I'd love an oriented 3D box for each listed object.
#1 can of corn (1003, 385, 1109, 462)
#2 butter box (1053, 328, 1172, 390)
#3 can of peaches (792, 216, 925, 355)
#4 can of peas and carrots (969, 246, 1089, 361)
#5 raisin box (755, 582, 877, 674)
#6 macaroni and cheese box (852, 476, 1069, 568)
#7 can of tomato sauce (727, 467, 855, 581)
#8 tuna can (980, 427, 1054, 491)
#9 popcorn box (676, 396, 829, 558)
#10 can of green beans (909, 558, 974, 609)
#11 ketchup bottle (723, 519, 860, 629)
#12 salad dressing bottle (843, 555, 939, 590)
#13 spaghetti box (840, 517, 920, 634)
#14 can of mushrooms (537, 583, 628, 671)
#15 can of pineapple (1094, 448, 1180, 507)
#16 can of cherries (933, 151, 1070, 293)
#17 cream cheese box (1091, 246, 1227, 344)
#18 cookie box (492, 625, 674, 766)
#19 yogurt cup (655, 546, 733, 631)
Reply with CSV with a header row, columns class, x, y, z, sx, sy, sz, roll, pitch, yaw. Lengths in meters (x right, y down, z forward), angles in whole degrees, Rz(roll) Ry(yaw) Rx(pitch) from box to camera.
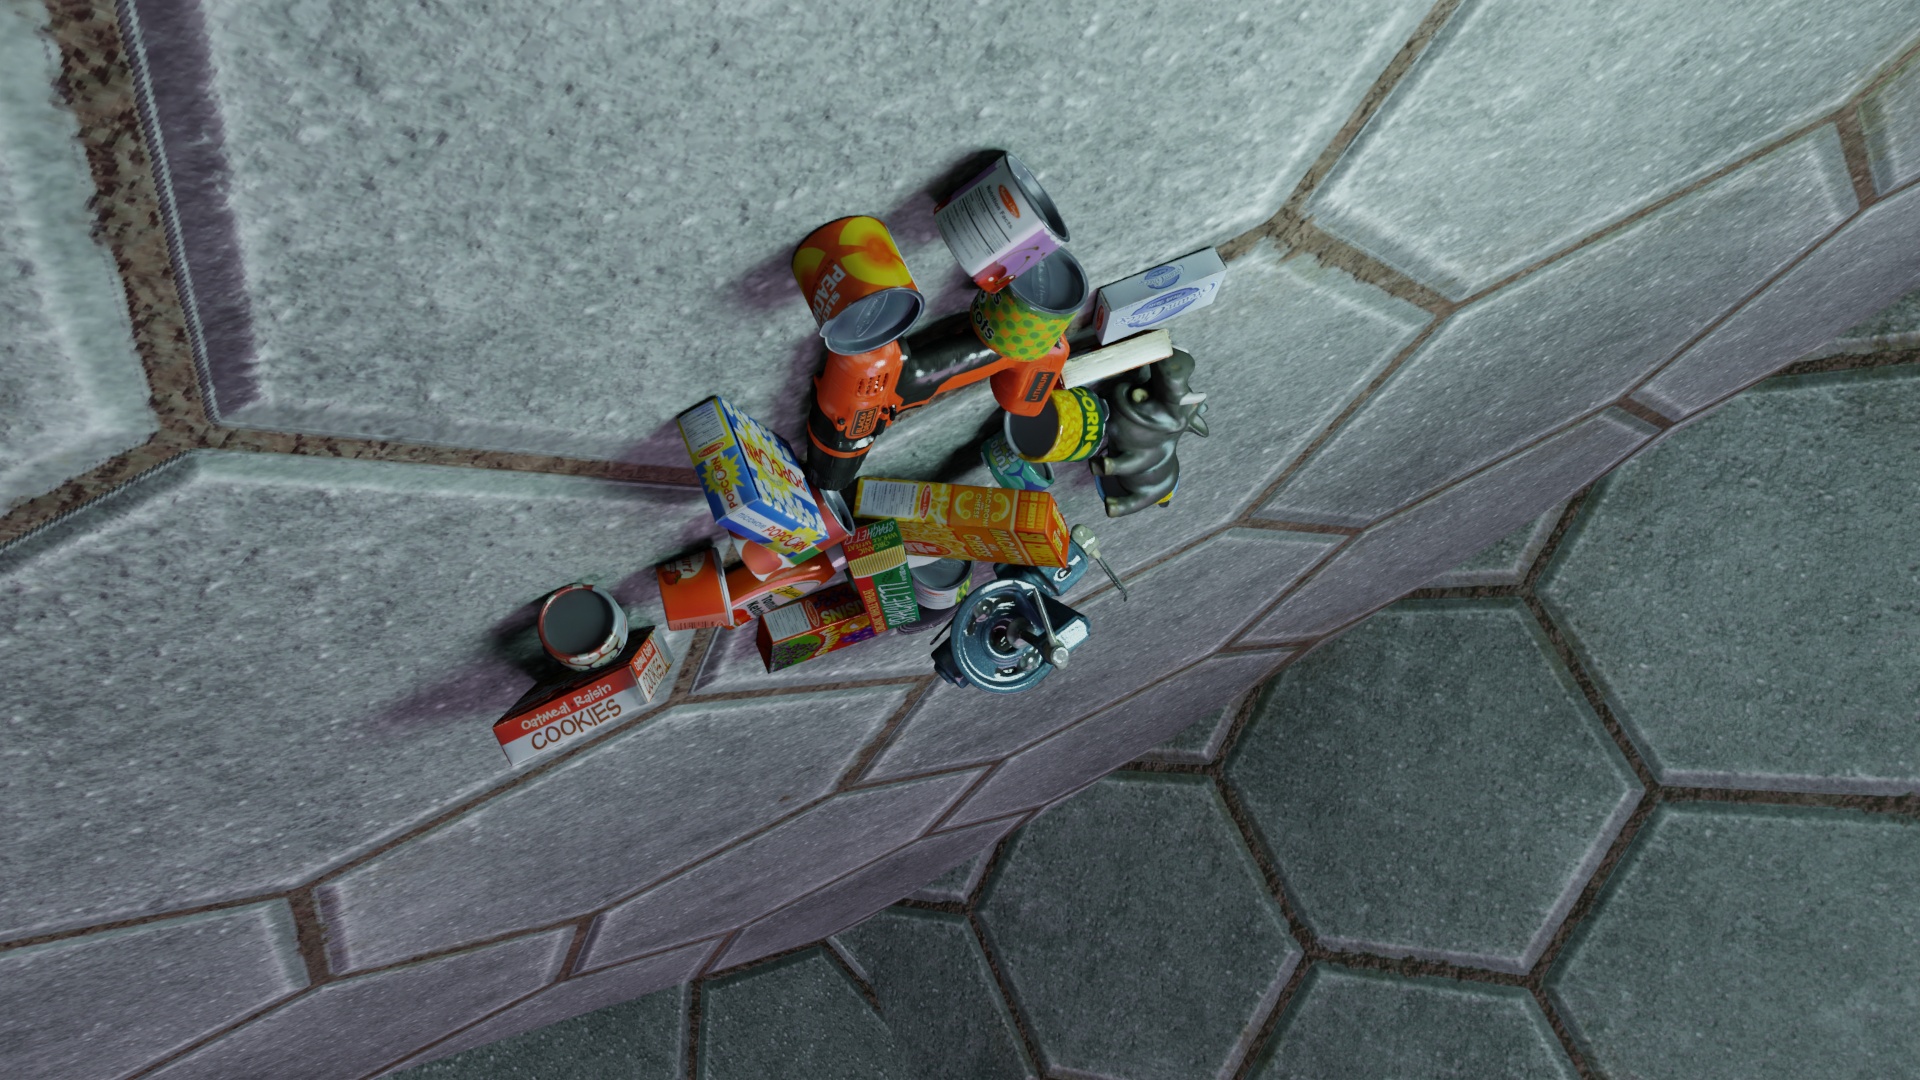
class,x,y,z,sx,sy,sz,roll,pitch,yaw
can of corn,0.081,-0.100,1.171,0.058,0.071,0.071,-5,151,-45
butter box,0.116,-0.147,1.125,0.104,0.024,0.053,-20,-168,-17
can of peaches,-0.065,-0.156,0.853,0.071,0.058,0.071,-23,161,-8
can of peas and carrots,0.044,-0.166,0.958,0.071,0.071,0.058,-14,158,-31
raisin box,-0.142,0.085,1.407,0.124,0.040,0.085,-18,158,-19
macaroni and cheese box,0.004,-0.015,1.210,0.166,0.040,0.123,5,166,13
can of tomato sauce,-0.138,-0.015,1.114,0.083,0.071,0.071,-28,161,7
tuna can,0.049,-0.069,1.213,0.032,0.071,0.071,-35,159,20
popcorn box,-0.148,-0.043,0.998,0.038,0.085,0.126,-28,161,9
can of green beans,-0.021,0.028,1.372,0.071,0.071,0.057,-22,161,-13
ketchup bottle,-0.152,0.028,1.240,0.149,0.043,0.064,-26,161,-3
salad dressing bottle,-0.040,0.002,1.317,0.148,0.044,0.064,-25,162,0
spaghetti box,-0.070,0.036,1.254,0.050,0.029,0.249,-17,162,-4
can of mushrooms,-0.306,0.071,1.118,0.071,0.071,0.033,-23,160,-9
can of pineapple,0.176,-0.063,1.381,0.058,0.071,0.070,-13,156,-32
can of cherries,0.026,-0.195,0.858,0.058,0.071,0.071,-34,159,20
cream cheese box,0.155,-0.192,1.092,0.104,0.024,0.053,-22,162,-11
cookie box,-0.318,0.129,1.190,0.123,0.040,0.167,-25,-172,-1
yogurt cup,-0.223,0.044,1.161,0.054,0.072,0.072,-13,158,-12
